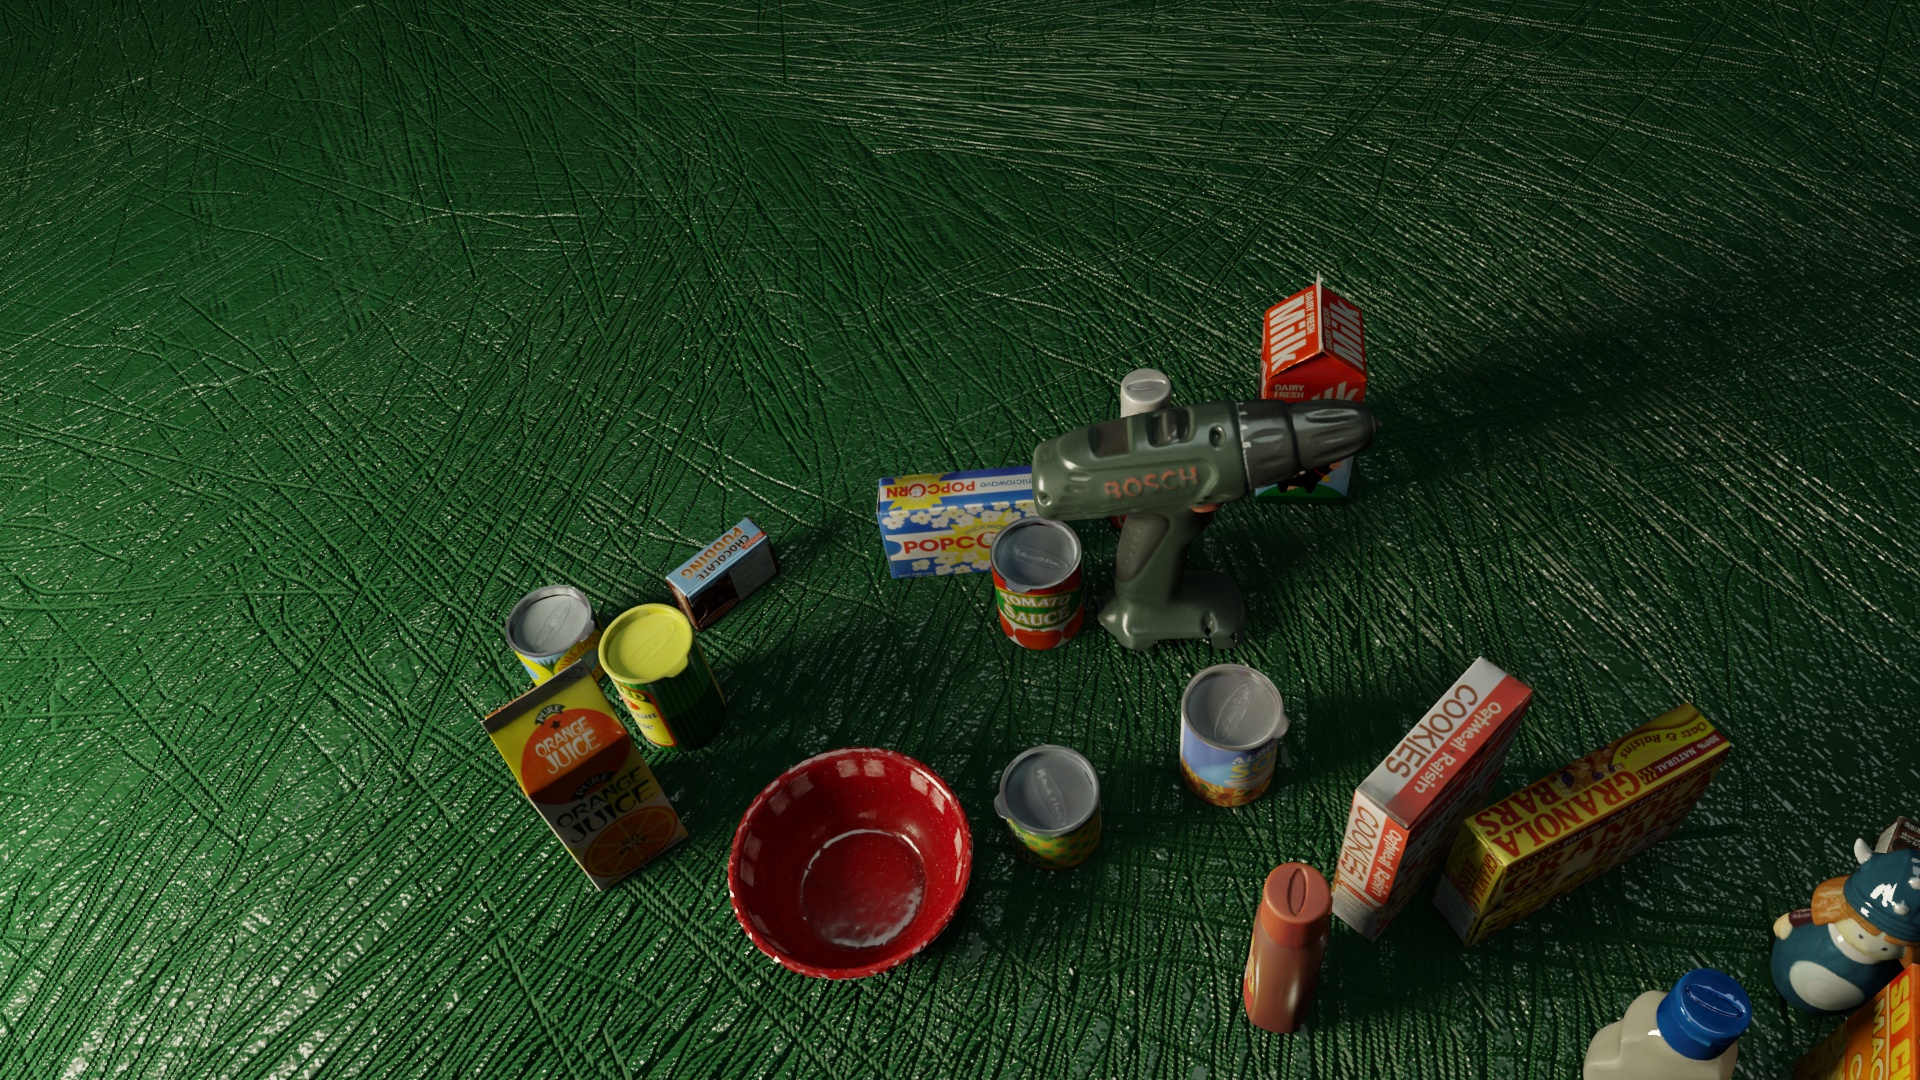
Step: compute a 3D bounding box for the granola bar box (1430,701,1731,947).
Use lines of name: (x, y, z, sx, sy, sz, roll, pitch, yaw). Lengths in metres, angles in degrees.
granola bar box: (0.380, 0.178, 0.857, 0.166, 0.123, 0.039, -24, 53, -11)

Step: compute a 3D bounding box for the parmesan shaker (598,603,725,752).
parmesan shaker: (-0.212, 0.103, 1.004, 0.071, 0.102, 0.072, -4, 52, 5)

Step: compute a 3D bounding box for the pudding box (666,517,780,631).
pudding box: (-0.186, 0.026, 1.094, 0.084, 0.049, 0.030, -39, 58, -21)

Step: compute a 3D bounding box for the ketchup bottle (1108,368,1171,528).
ketchup bottle: (0.141, -0.069, 1.063, 0.065, 0.148, 0.044, -9, 52, 1)

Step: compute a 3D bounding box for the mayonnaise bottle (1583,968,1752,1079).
mayonnaise bottle: (0.391, 0.278, 0.763, 0.065, 0.147, 0.041, 23, 59, 23)

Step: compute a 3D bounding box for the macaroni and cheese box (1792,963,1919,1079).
macaroni and cheese box: (0.477, 0.309, 0.716, 0.040, 0.165, 0.124, 14, 56, 17)

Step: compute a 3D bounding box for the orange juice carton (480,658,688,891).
orange juice carton: (-0.250, 0.148, 0.917, 0.072, 0.191, 0.073, -32, 55, -16)

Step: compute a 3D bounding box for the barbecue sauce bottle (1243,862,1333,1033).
barbecue sauce bottle: (0.194, 0.237, 0.820, 0.044, 0.147, 0.065, 9, 54, 14)

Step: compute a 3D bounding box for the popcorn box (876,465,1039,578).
popcorn box: (0.004, -0.014, 1.078, 0.127, 0.084, 0.038, -5, 52, 4)

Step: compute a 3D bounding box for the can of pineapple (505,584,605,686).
can of pineapple: (-0.305, 0.078, 1.064, 0.071, 0.057, 0.071, -4, 52, 5)

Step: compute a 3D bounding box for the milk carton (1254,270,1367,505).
milk carton: (0.264, -0.111, 1.054, 0.073, 0.189, 0.073, 1, 53, 9)

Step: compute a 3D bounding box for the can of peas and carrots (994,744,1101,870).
can of peas and carrots: (0.059, 0.182, 0.937, 0.071, 0.058, 0.071, -4, 52, 5)

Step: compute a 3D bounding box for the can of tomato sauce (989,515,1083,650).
can of tomato sauce: (0.058, 0.034, 1.035, 0.071, 0.082, 0.071, -4, 52, 5)

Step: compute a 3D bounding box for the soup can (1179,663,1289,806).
soup can: (0.185, 0.134, 0.941, 0.071, 0.083, 0.072, -4, 52, 5)

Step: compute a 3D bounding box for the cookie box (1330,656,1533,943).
cookie box: (0.286, 0.163, 0.854, 0.123, 0.166, 0.040, -40, 58, -22)
